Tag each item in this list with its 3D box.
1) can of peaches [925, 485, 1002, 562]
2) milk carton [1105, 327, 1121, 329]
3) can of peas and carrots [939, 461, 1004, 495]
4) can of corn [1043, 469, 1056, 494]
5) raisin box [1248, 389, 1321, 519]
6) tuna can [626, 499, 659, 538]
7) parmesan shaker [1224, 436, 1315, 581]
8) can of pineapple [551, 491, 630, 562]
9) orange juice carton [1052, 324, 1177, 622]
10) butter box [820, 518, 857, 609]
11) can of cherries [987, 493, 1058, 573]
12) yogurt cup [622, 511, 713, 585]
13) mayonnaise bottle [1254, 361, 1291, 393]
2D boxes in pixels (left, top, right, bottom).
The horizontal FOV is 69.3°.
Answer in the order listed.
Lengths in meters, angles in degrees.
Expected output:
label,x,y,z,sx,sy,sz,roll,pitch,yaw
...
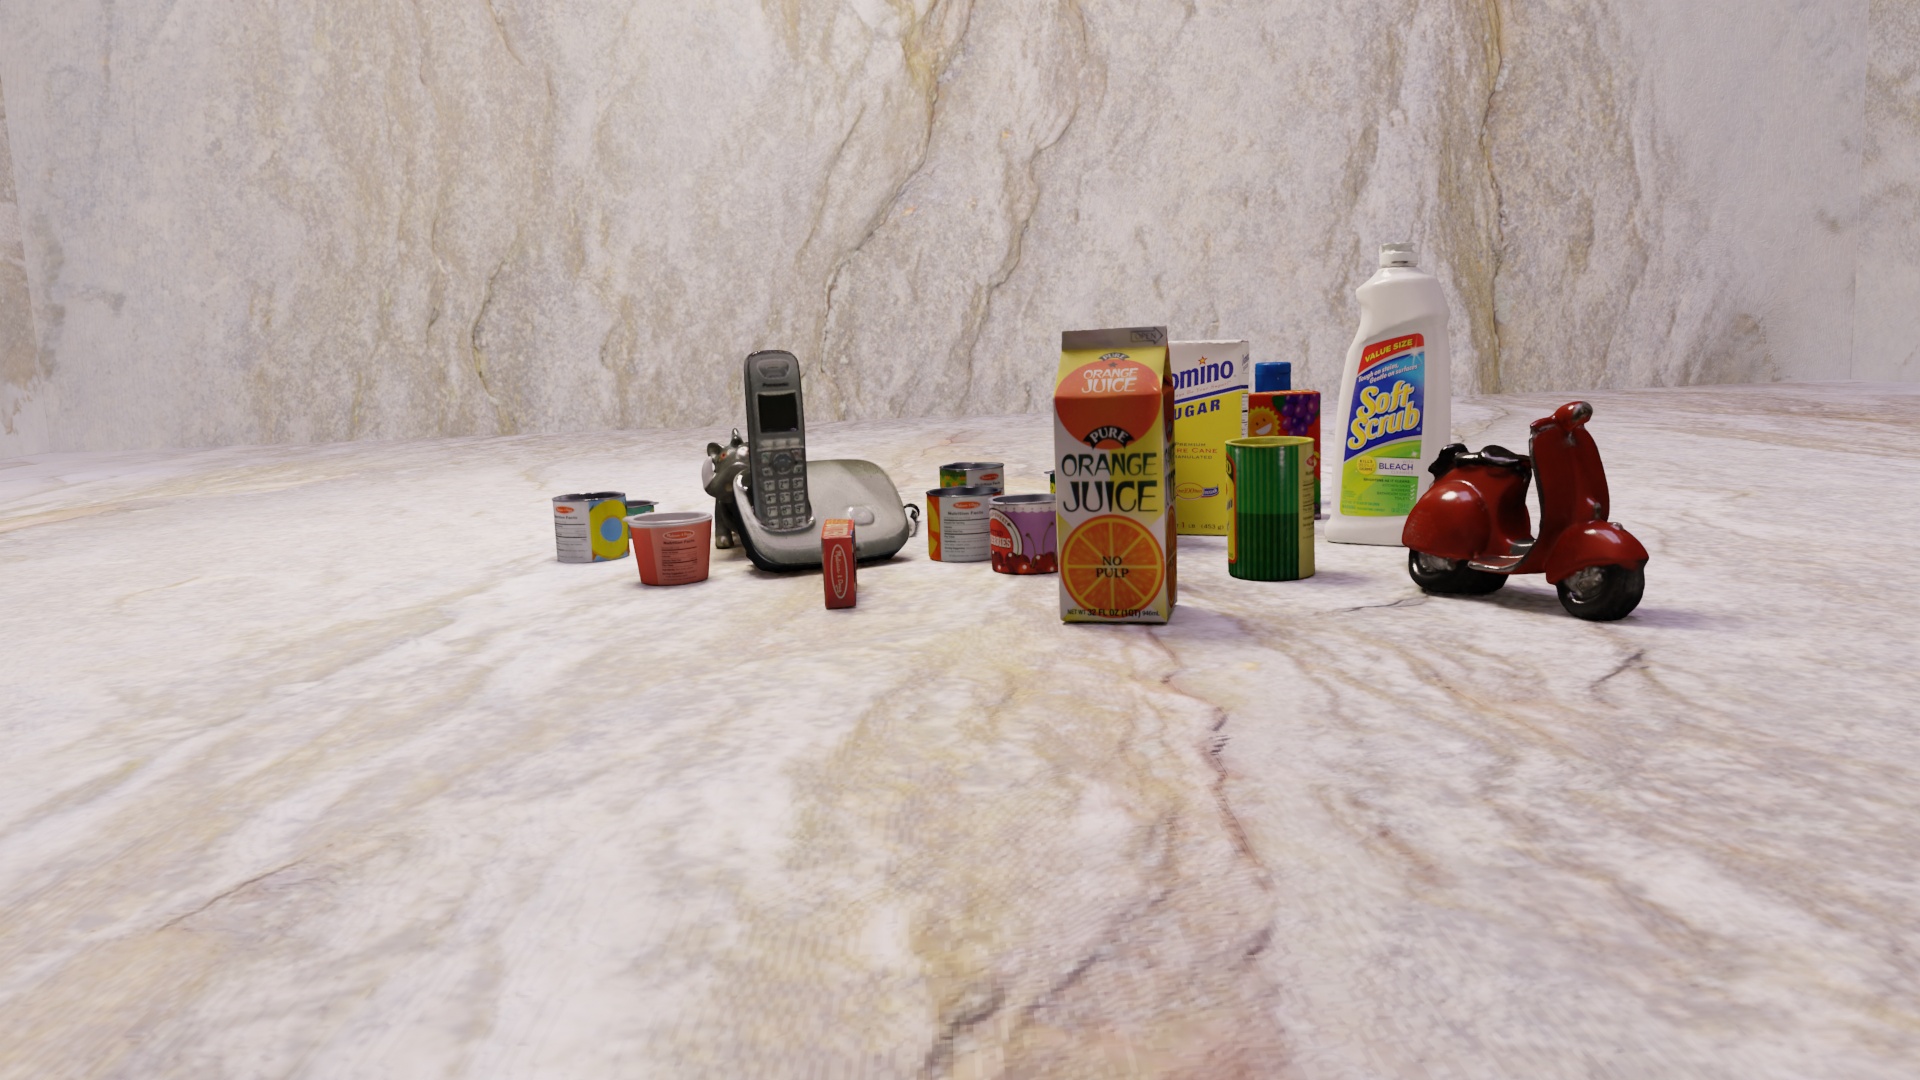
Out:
label,x,y,z,sx,sy,sz,roll,pitch,yaw
can of peaches,0.004,-0.015,1.196,0.071,0.058,0.071,-2,8,0
milk carton,0.140,-0.091,1.220,0.073,0.190,0.072,-4,8,-13
can of peas and carrots,0.011,-0.048,1.403,0.071,0.058,0.071,-2,8,0
can of corn,0.115,-0.038,1.315,0.071,0.058,0.071,-2,8,0
raisin box,0.300,-0.081,1.332,0.086,0.123,0.040,-3,8,-6
tuna can,-0.341,-0.022,1.411,0.071,0.032,0.071,-2,9,0
parmesan shaker,0.233,-0.024,1.050,0.071,0.103,0.071,-2,8,0
can of pineapple,-0.337,-0.013,1.274,0.071,0.057,0.071,-2,8,0
orange juice carton,0.104,-0.045,0.924,0.072,0.192,0.073,0,8,15
butter box,-0.090,0.015,1.039,0.024,0.053,0.103,-3,9,-3
can of cherries,0.054,-0.006,1.123,0.071,0.058,0.071,-2,8,0
yogurt cup,-0.235,0.006,1.135,0.072,0.054,0.072,-2,9,0
mayonnaise bottle,0.320,-0.108,1.419,0.065,0.147,0.041,-7,9,-30
